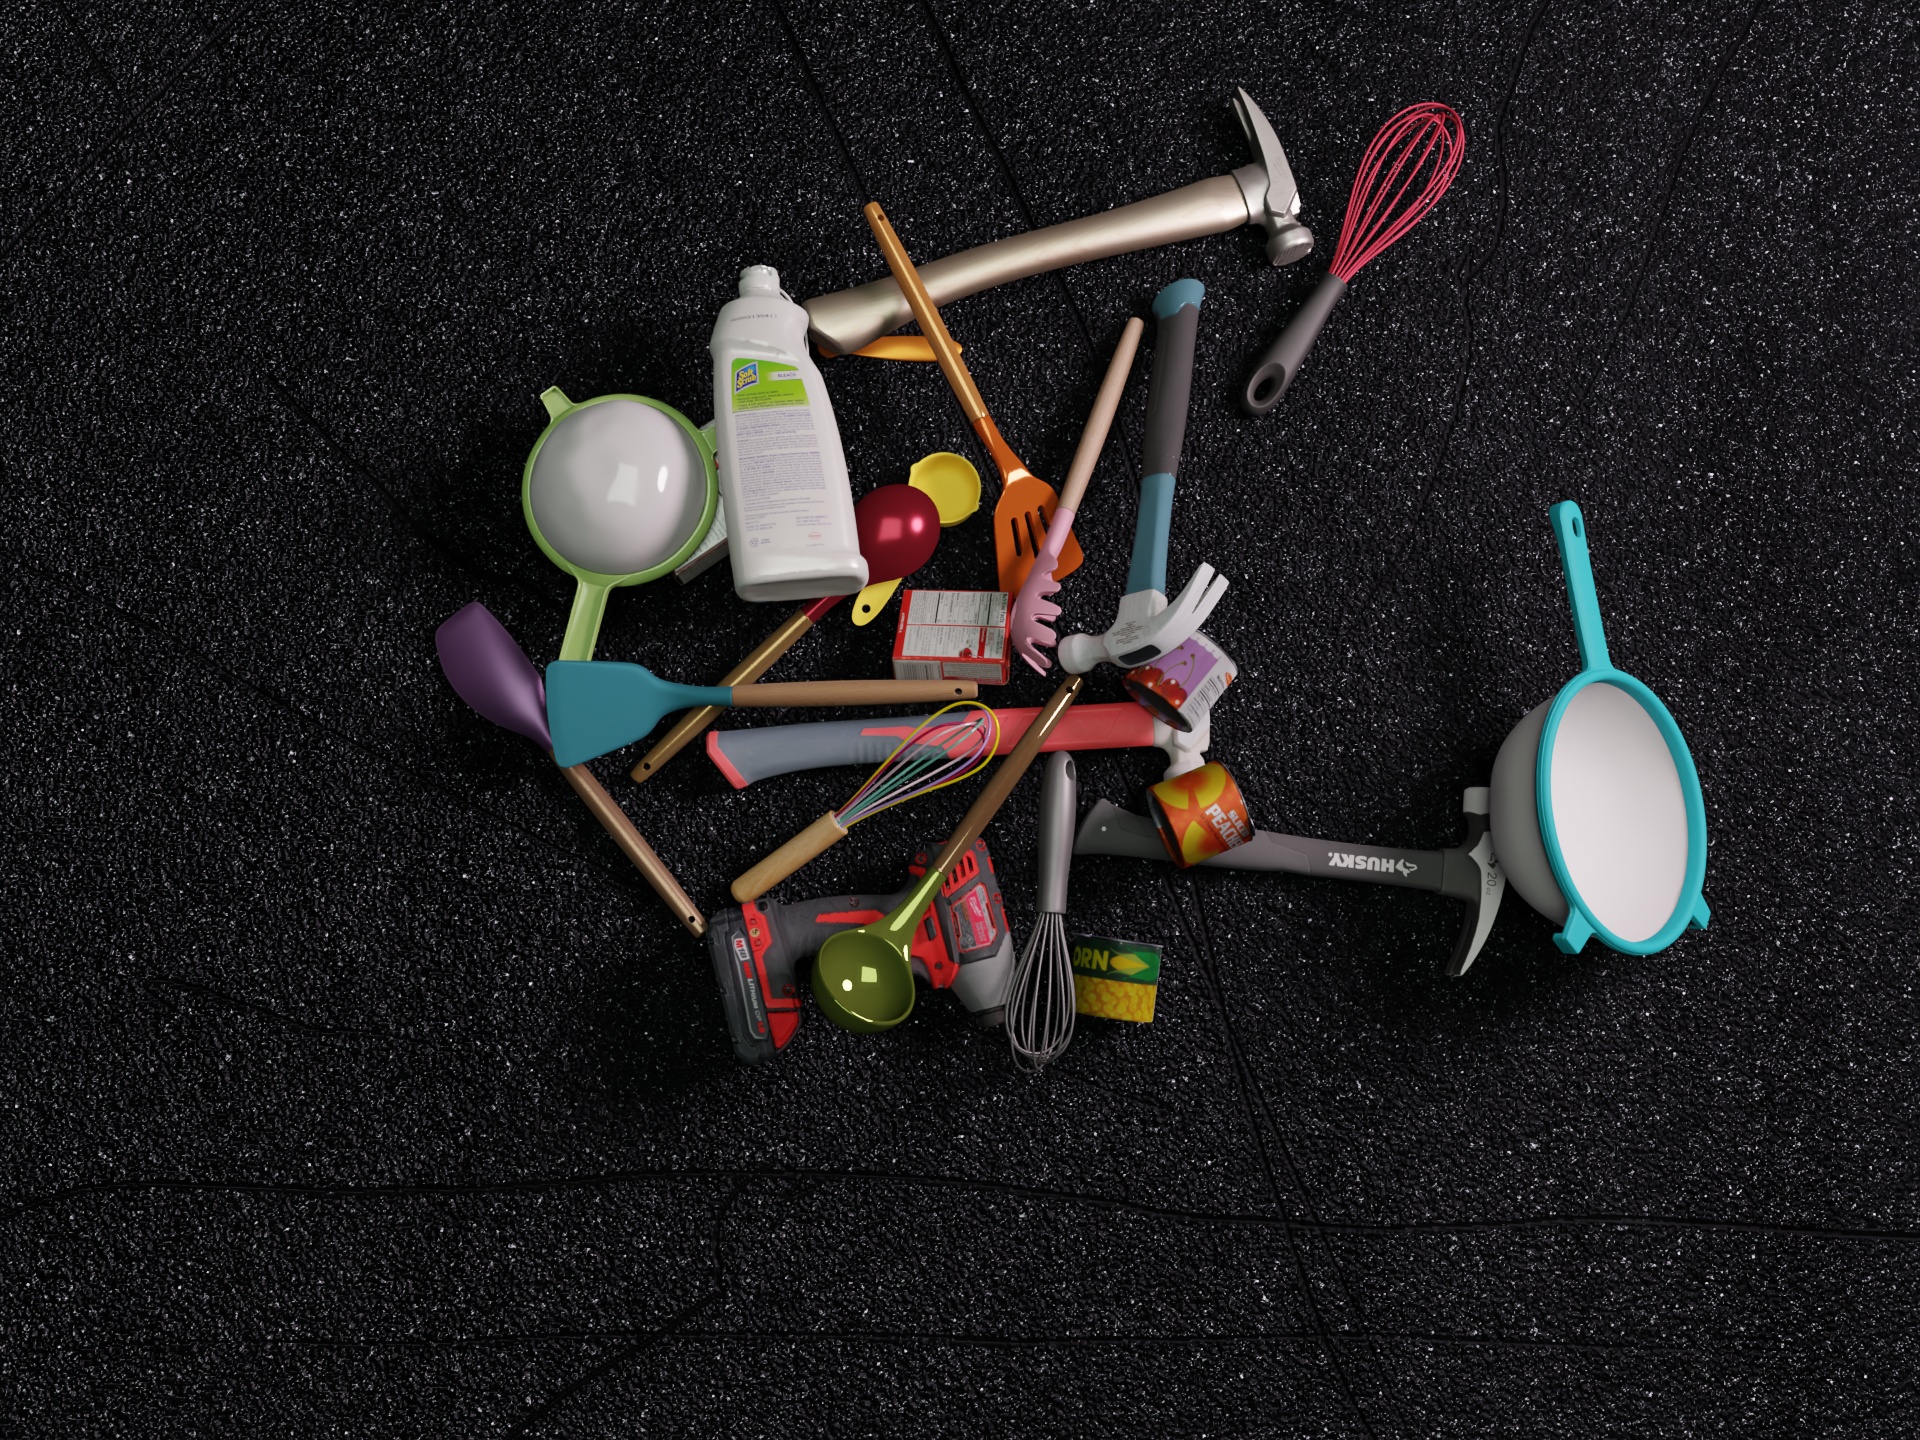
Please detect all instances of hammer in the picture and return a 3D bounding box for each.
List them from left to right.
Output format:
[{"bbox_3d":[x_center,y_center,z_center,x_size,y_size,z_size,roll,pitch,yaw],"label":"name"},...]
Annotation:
[{"bbox_3d":[-0.002,-0.004,1.230,0.386,0.038,0.143,-3,82,-3],"label":"hammer"},{"bbox_3d":[0.070,-0.387,1.276,0.410,0.038,0.146,-18,83,-6],"label":"hammer"},{"bbox_3d":[0.152,-0.195,1.220,0.128,0.033,0.331,-10,61,40],"label":"hammer"},{"bbox_3d":[0.253,0.109,1.228,0.334,0.035,0.146,7,82,-1],"label":"hammer"}]

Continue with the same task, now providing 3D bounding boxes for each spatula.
[{"bbox_3d":[-0.297,0.042,1.222,0.060,0.018,0.316,-40,85,-4],"label":"spatula"},{"bbox_3d":[-0.146,-0.014,1.190,0.317,0.044,0.082,-2,104,1],"label":"spatula"},{"bbox_3d":[0.001,-0.252,1.234,0.081,0.041,0.322,-27,91,-23],"label":"spatula"}]

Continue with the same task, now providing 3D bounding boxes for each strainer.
[{"bbox_3d":[-0.273,-0.128,1.183,0.151,0.069,0.256,13,83,2],"label":"strainer"},{"bbox_3d":[0.455,0.009,1.205,0.211,0.095,0.340,-2,80,-37],"label":"strainer"}]

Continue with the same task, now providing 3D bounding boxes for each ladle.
[{"bbox_3d":[-0.138,-0.064,1.222,0.315,0.031,0.069,-44,93,1],"label":"ladle"},{"bbox_3d":[0.002,0.088,1.152,0.078,0.062,0.320,37,72,-3],"label":"ladle"}]

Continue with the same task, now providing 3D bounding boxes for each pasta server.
[{"bbox_3d":[0.097,-0.181,1.233,0.040,0.060,0.316,18,70,7],"label":"pasta server"}]

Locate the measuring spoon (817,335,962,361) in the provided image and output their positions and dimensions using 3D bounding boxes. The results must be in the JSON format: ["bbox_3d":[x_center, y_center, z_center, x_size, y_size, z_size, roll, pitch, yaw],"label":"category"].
[{"bbox_3d":[-0.057,-0.301,1.277,0.117,0.011,0.021,2,83,-2],"label":"measuring spoon"}]

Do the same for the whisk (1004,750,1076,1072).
[{"bbox_3d":[0.064,0.140,1.179,0.055,0.055,0.239,5,82,-2],"label":"whisk"}]

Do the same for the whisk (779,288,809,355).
[{"bbox_3d":[-0.121,-0.227,1.253,0.059,0.058,0.246,-22,87,30],"label":"whisk"}]

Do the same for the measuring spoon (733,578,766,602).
[{"bbox_3d":[-0.129,-0.147,1.239,0.042,0.021,0.128,37,97,5],"label":"measuring spoon"}]

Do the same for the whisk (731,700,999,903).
[{"bbox_3d":[-0.072,0.067,1.189,0.245,0.051,0.047,-36,109,11],"label":"whisk"}]

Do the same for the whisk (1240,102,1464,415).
[{"bbox_3d":[0.312,-0.371,1.282,0.073,0.073,0.296,33,89,2],"label":"whisk"}]

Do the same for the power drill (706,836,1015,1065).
[{"bbox_3d":[-0.069,0.179,1.188,0.219,0.078,0.143,-14,84,-7],"label":"power drill"}]

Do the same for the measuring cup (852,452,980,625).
[{"bbox_3d":[-0.040,-0.139,1.252,0.062,0.029,0.156,33,85,2],"label":"measuring cup"}]
